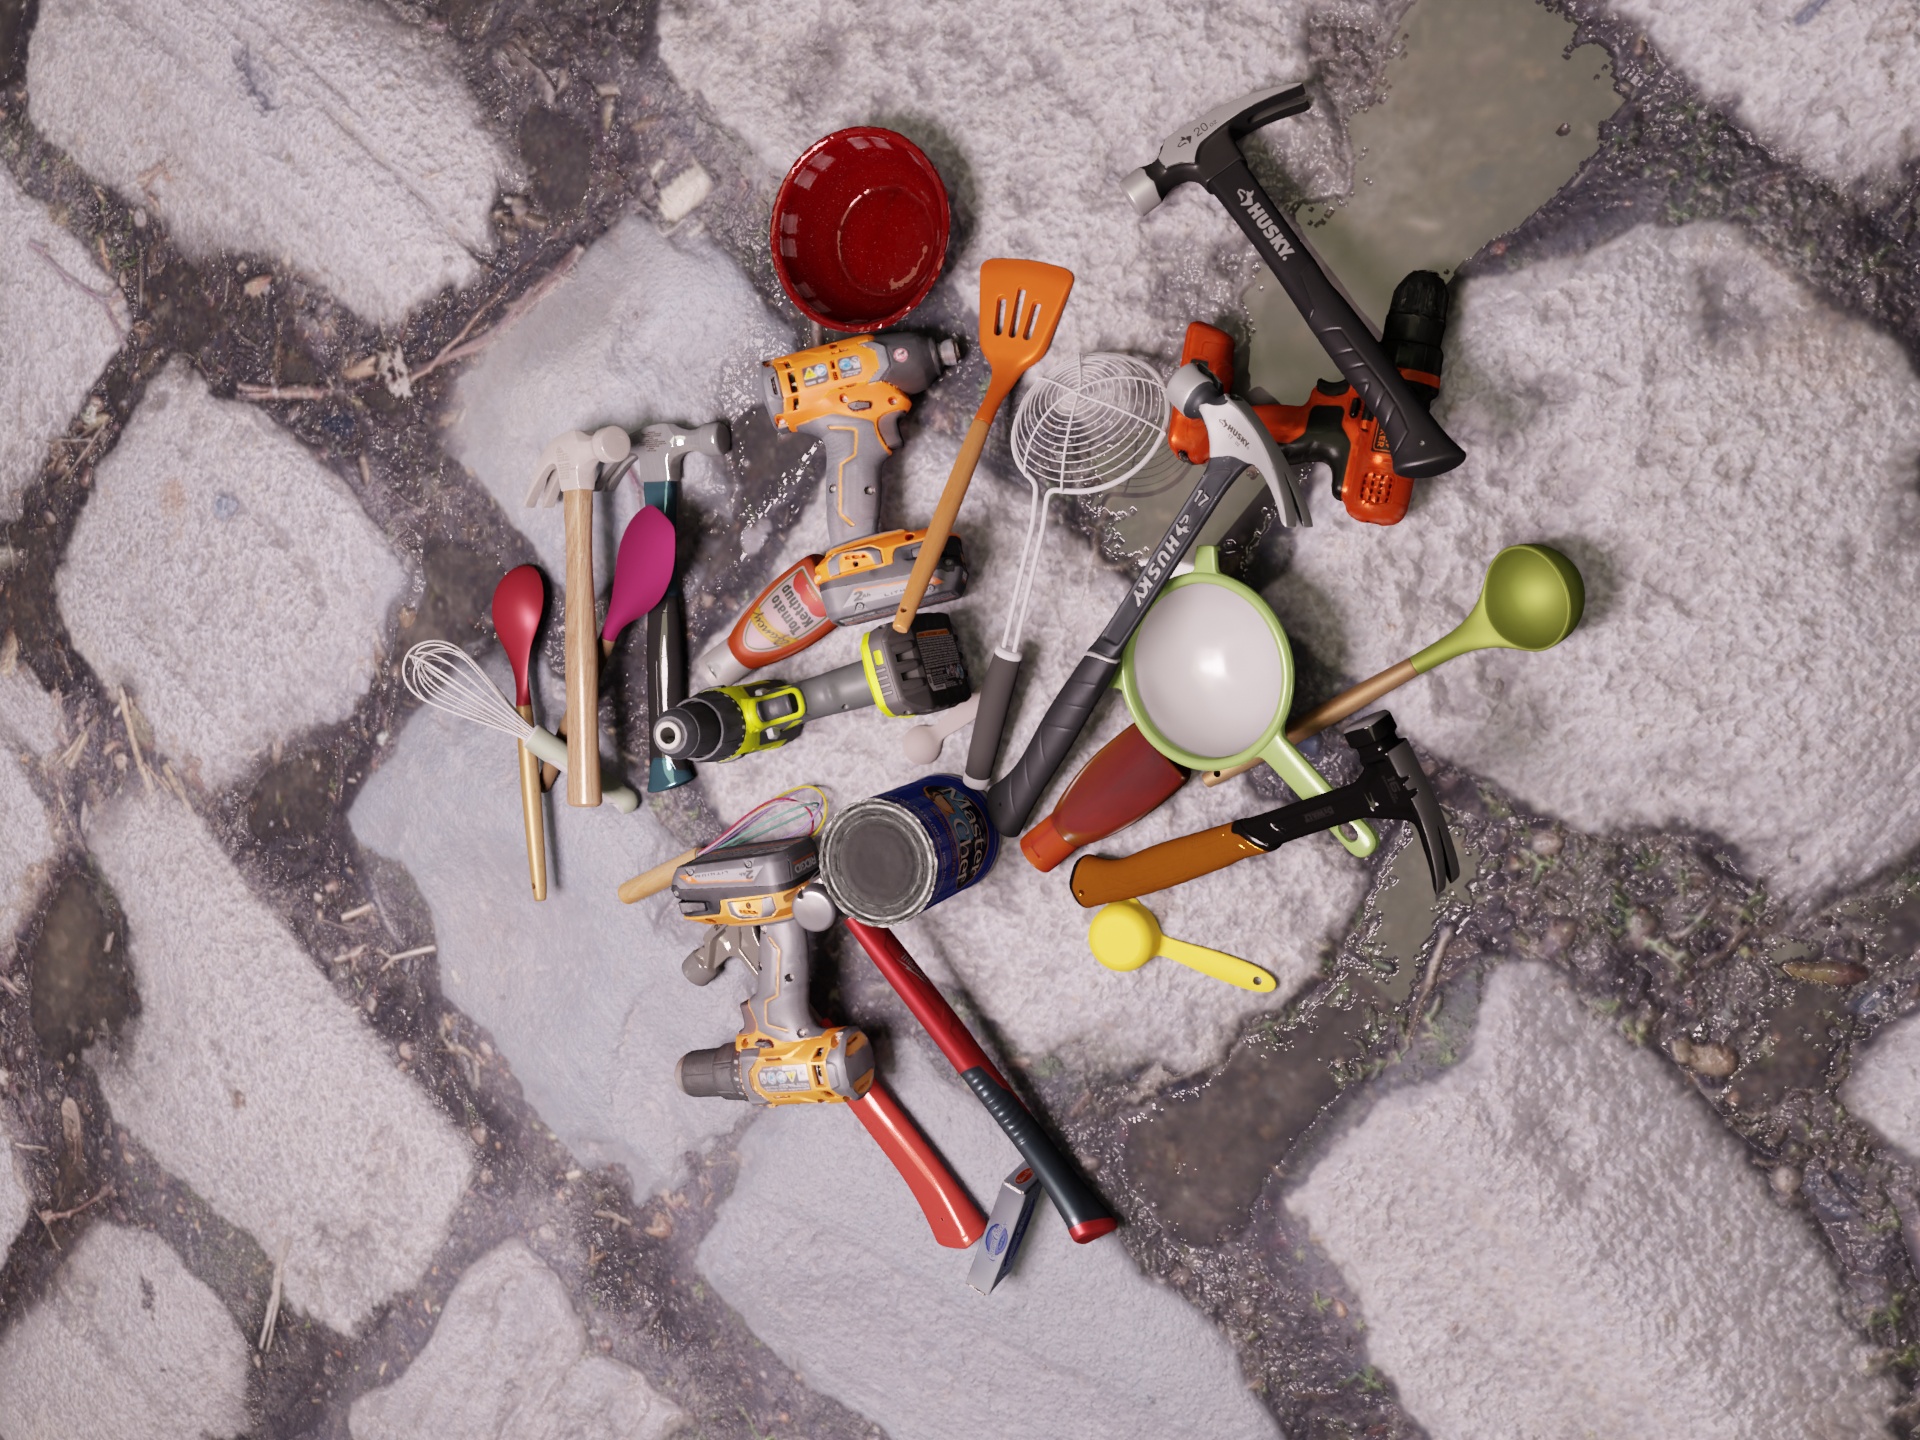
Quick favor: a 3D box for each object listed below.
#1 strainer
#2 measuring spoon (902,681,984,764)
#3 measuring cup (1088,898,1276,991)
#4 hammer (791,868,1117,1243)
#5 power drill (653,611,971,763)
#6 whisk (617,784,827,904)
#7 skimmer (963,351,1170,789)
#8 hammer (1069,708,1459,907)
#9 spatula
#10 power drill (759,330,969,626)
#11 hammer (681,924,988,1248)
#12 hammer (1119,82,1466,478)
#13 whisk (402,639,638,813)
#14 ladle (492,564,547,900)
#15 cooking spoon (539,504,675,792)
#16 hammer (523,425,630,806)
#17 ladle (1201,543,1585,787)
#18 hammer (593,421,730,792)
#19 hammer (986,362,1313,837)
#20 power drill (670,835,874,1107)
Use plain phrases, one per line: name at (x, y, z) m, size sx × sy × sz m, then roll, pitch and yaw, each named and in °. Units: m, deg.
strainer at (0.232, -0.003, 1.194) m, size 0.256 × 0.069 × 0.151 m, roll 50°, pitch 126°, yaw 20°
measuring spoon at (-0.002, -0.004, 1.334) m, size 0.124 × 0.018 × 0.034 m, roll -38°, pitch 81°, yaw 21°
measuring cup at (0.175, 0.190, 1.276) m, size 0.156 × 0.029 × 0.062 m, roll 17°, pitch 102°, yaw 22°
hammer at (0.007, 0.271, 1.333) m, size 0.038 × 0.143 × 0.386 m, roll -36°, pitch 93°, yaw 23°
power drill at (-0.123, -0.018, 1.294) m, size 0.228 × 0.190 × 0.080 m, roll -16°, pitch 90°, yaw 19°
whisk at (-0.216, 0.119, 1.426) m, size 0.245 × 0.051 × 0.047 m, roll -26°, pitch 92°, yaw 26°
skimmer at (0.070, -0.113, 1.275) m, size 0.127 × 0.090 × 0.363 m, roll 29°, pitch 118°, yaw 32°
hammer at (0.206, 0.098, 1.182) m, size 0.337 × 0.034 × 0.127 m, roll -24°, pitch 91°, yaw 47°
spatula at (0.006, -0.217, 1.248) m, size 0.081 × 0.041 × 0.323 m, roll 14°, pitch 72°, yaw 20°
power drill at (-0.061, -0.204, 1.298) m, size 0.164 × 0.084 × 0.226 m, roll -14°, pitch 87°, yaw 6°
hammer at (-0.093, 0.305, 1.400) m, size 0.149 × 0.036 × 0.359 m, roll -44°, pitch 79°, yaw 21°
hammer at (0.255, -0.309, 1.134) m, size 0.146 × 0.035 × 0.335 m, roll -34°, pitch 69°, yaw 12°
whisk at (-0.397, 0.010, 1.447) m, size 0.246 × 0.058 × 0.059 m, roll 36°, pitch 66°, yaw -10°
ladle at (-0.406, 0.012, 1.486) m, size 0.069 × 0.031 × 0.315 m, roll -3°, pitch 92°, yaw 38°
cooking spoon at (-0.327, -0.055, 1.435) m, size 0.069 × 0.017 × 0.318 m, roll 43°, pitch 121°, yaw 23°
hammer at (-0.338, -0.089, 1.410) m, size 0.130 × 0.031 × 0.331 m, roll 1°, pitch 93°, yaw 45°
ladle at (0.311, -0.028, 1.182) m, size 0.320 × 0.062 × 0.078 m, roll -32°, pitch 72°, yaw 25°
hammer at (-0.265, -0.098, 1.425) m, size 0.128 × 0.033 × 0.331 m, roll 2°, pitch 97°, yaw 22°
hammer at (0.121, -0.059, 1.207) m, size 0.149 × 0.036 × 0.408 m, roll 54°, pitch 130°, yaw 31°
power drill at (-0.182, 0.224, 1.369) m, size 0.185 × 0.084 × 0.226 m, roll -10°, pitch 96°, yaw 25°
